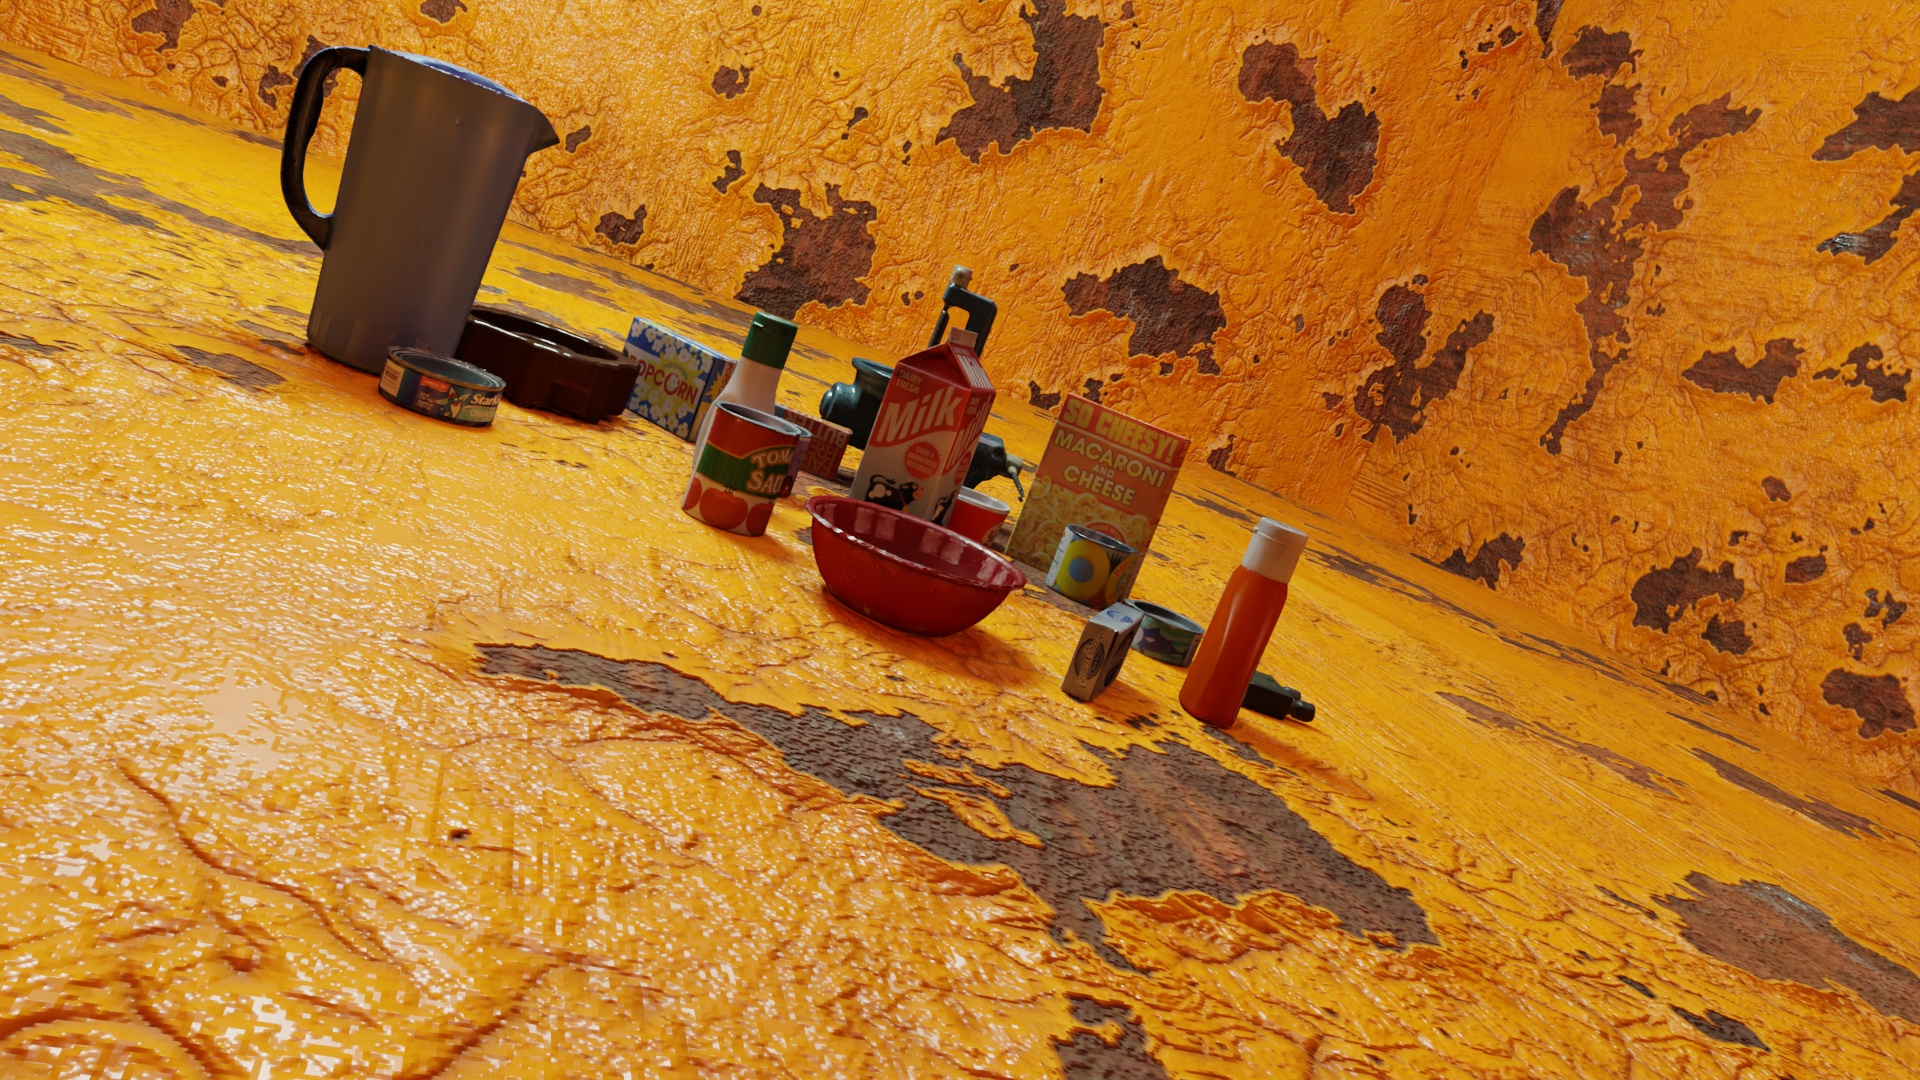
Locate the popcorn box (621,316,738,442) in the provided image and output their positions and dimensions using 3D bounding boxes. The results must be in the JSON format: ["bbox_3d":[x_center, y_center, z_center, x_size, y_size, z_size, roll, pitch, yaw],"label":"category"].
[{"bbox_3d":[-0.272,-0.152,1.322,0.127,0.085,0.038,28,11,34],"label":"popcorn box"}]

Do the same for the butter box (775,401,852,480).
[{"bbox_3d":[-0.163,-0.101,1.365,0.103,0.053,0.024,20,10,-5],"label":"butter box"}]

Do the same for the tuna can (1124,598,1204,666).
[{"bbox_3d":[0.164,0.076,1.151,0.071,0.032,0.071,20,10,-4],"label":"tuna can"}]

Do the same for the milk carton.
[{"bbox_3d":[-0.029,-0.089,1.180,0.073,0.190,0.072,24,10,15],"label":"milk carton"}]

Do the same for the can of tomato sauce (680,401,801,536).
[{"bbox_3d":[-0.161,-0.052,1.026,0.071,0.083,0.071,20,10,-4],"label":"can of tomato sauce"}]

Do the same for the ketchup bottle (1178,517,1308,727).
[{"bbox_3d":[0.204,0.057,0.999,0.043,0.148,0.065,21,9,1],"label":"ketchup bottle"}]

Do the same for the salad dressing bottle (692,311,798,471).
[{"bbox_3d":[-0.173,-0.111,1.128,0.064,0.147,0.044,27,11,33],"label":"salad dressing bottle"}]

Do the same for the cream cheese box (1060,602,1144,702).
[{"bbox_3d":[0.100,0.076,0.962,0.024,0.053,0.104,24,10,14],"label":"cream cheese box"}]

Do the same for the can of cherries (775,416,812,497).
[{"bbox_3d":[-0.169,-0.076,1.208,0.071,0.058,0.071,20,10,-4],"label":"can of cherries"}]

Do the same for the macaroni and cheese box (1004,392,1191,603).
[{"bbox_3d":[0.129,-0.041,1.316,0.124,0.166,0.040,24,10,15],"label":"macaroni and cheese box"}]

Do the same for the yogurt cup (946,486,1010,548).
[{"bbox_3d":[0.004,-0.016,1.252,0.072,0.054,0.072,20,10,-4],"label":"yogurt cup"}]

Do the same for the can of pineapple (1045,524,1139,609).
[{"bbox_3d":[0.119,0.024,1.260,0.071,0.057,0.071,20,10,-4],"label":"can of pineapple"}]
